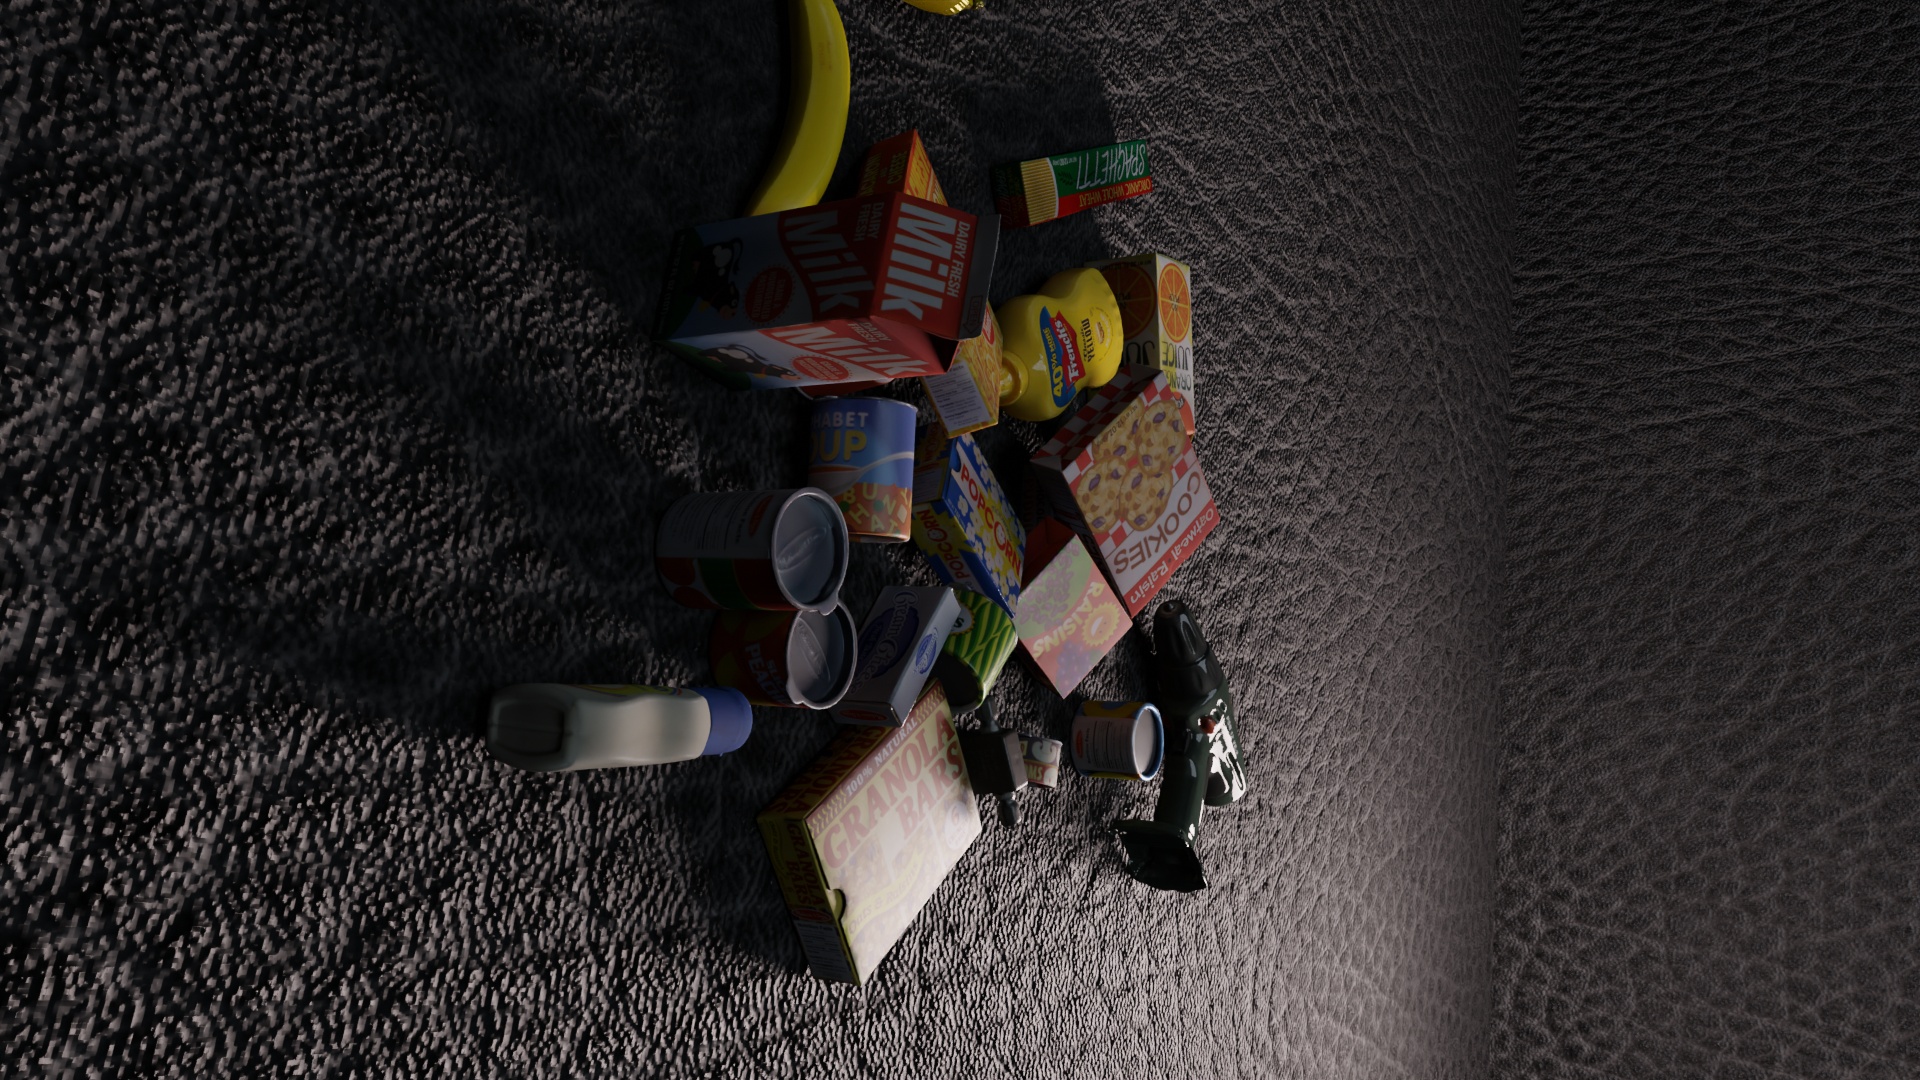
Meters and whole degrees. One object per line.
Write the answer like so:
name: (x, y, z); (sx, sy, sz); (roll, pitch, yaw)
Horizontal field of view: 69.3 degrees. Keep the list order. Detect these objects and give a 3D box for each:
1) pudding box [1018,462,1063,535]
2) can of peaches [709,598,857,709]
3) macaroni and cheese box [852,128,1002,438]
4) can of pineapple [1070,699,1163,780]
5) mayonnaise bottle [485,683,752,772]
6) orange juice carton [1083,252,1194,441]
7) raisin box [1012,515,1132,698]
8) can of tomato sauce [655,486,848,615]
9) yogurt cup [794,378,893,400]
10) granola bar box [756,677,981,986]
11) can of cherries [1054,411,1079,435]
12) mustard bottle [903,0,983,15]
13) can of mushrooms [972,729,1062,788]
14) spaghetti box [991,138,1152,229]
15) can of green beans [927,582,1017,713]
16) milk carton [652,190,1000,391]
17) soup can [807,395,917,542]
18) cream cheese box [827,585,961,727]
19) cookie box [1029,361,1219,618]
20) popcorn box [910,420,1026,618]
pudding box: (0.070, -0.016, 1.105); (0.049, 0.030, 0.084); (21, 71, -57)
can of peaches: (-0.103, 0.064, 0.797); (0.071, 0.058, 0.071); (1, 88, -58)
macaroni and cheese box: (-0.020, -0.170, 0.922); (0.124, 0.040, 0.165); (-86, 155, -53)
can of pineapple: (0.134, 0.168, 1.173); (0.071, 0.058, 0.071); (4, 85, -58)
mayonnaise bottle: (-0.163, 0.092, 0.698); (0.148, 0.065, 0.041); (10, 83, -62)
orange juice carton: (0.156, -0.147, 1.211); (0.073, 0.072, 0.192); (-1, 89, -58)
raisin box: (0.072, 0.053, 1.066); (0.086, 0.040, 0.123); (-47, 133, -11)
can of tomato sauce: (-0.113, 0.007, 0.758); (0.071, 0.083, 0.071); (3, 86, -58)
yogurt cup: (-0.071, -0.122, 0.860); (0.072, 0.054, 0.072); (5, 84, -58)
granola bar box: (-0.052, 0.181, 0.891); (0.166, 0.039, 0.123); (-43, 124, -51)
can of cherries: (0.118, -0.074, 1.159); (0.071, 0.058, 0.071); (6, 83, -59)
mustard bottle: (-0.030, -0.397, 0.944); (0.160, 0.049, 0.065); (17, 75, -58)
can of mushrooms: (0.039, 0.159, 1.011); (0.071, 0.071, 0.033); (30, 65, -54)
spaghetti box: (0.100, -0.303, 1.167); (0.251, 0.028, 0.050); (-32, 116, -54)
can of green beans: (-0.003, 0.076, 0.950); (0.058, 0.071, 0.071); (-56, 134, -43)
milk carton: (-0.065, -0.131, 0.740); (0.073, 0.190, 0.072); (32, 62, -53)
soup can: (-0.064, -0.043, 0.858); (0.071, 0.071, 0.084); (12, 79, -58)
cream cheese box: (-0.043, 0.072, 0.896); (0.104, 0.053, 0.024); (-62, 140, -39)
cookie box: (0.135, -0.037, 1.102); (0.123, 0.040, 0.166); (-45, 130, -20)
popcorn box: (0.003, -0.012, 0.973); (0.085, 0.038, 0.126); (-79, 148, -43)
